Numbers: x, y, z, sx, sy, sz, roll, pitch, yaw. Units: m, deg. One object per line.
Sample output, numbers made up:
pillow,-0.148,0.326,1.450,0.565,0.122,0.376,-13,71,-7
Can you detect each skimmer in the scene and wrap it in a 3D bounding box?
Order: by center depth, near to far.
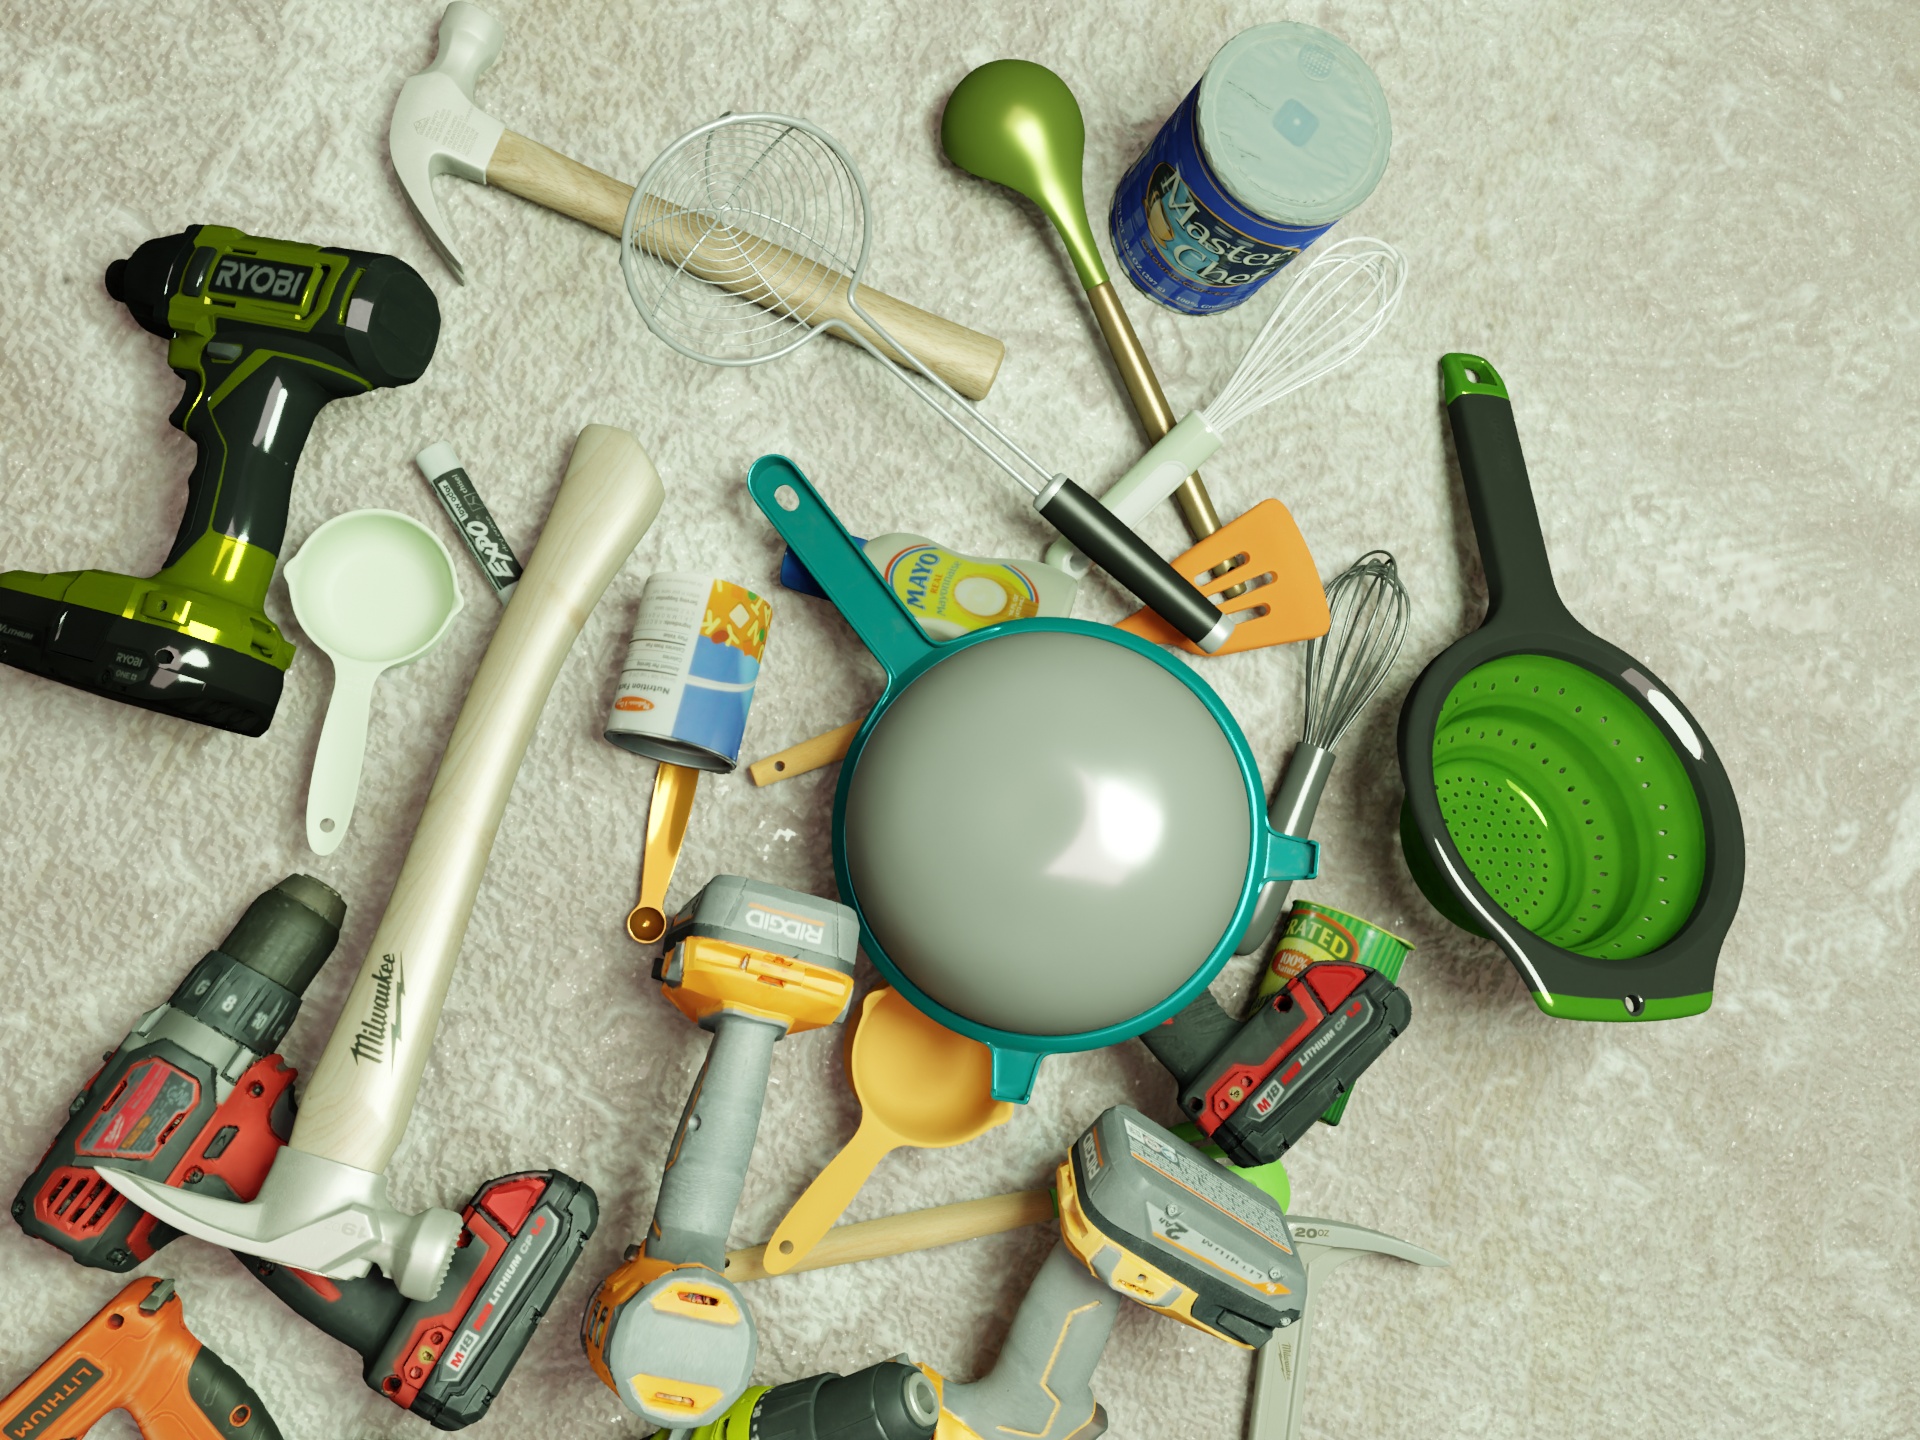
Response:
skimmer,-0.002,-0.149,0.788,0.363,0.090,0.127,40,103,-7

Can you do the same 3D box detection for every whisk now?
whisk,0.138,-0.161,0.842,0.246,0.059,0.057,-43,127,11
whisk,0.193,0.017,0.878,0.055,0.055,0.239,23,85,-10

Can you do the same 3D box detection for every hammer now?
hammer,-0.237,0.039,0.733,0.146,0.038,0.411,18,69,-7
hammer,-0.133,-0.245,0.830,0.331,0.031,0.130,22,80,-11
hammer,0.164,0.445,0.834,0.149,0.037,0.359,11,82,-12

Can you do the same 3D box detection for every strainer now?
strainer,-0.001,-0.002,0.740,0.211,0.095,0.340,-38,80,0

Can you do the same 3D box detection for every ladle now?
ladle,0.082,-0.213,0.879,0.078,0.062,0.320,-28,98,-15

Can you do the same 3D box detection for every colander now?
colander,0.302,-0.019,0.892,0.204,0.094,0.397,3,66,-18

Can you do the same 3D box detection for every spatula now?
spatula,0.041,-0.029,0.847,0.322,0.041,0.081,-21,89,-13

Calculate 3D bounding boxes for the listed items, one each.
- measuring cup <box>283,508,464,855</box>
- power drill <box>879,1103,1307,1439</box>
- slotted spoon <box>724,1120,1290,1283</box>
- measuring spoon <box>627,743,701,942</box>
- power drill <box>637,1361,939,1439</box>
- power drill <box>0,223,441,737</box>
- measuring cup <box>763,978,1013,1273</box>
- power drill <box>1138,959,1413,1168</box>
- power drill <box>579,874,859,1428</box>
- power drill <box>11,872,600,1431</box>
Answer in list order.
measuring cup,-0.291,-0.018,0.771,0.083,0.038,0.167,11,84,-12
power drill,0.074,0.323,0.776,0.185,0.084,0.226,34,102,-9
slotted spoon,0.022,0.255,0.817,0.313,0.031,0.070,-8,46,-10
measuring spoon,-0.150,0.056,0.811,0.021,0.011,0.117,11,79,-7
power drill,-0.050,0.409,0.733,0.190,0.080,0.228,-30,95,19
power drill,-0.351,-0.117,0.730,0.171,0.080,0.223,13,79,18
measuring cup,-0.043,0.201,0.801,0.095,0.052,0.173,41,79,-7
power drill,0.112,0.105,0.801,0.143,0.078,0.220,-44,73,-5
power drill,-0.120,0.198,0.741,0.084,0.164,0.227,17,69,-14
power drill,-0.279,0.196,0.730,0.226,0.080,0.188,32,66,-6
